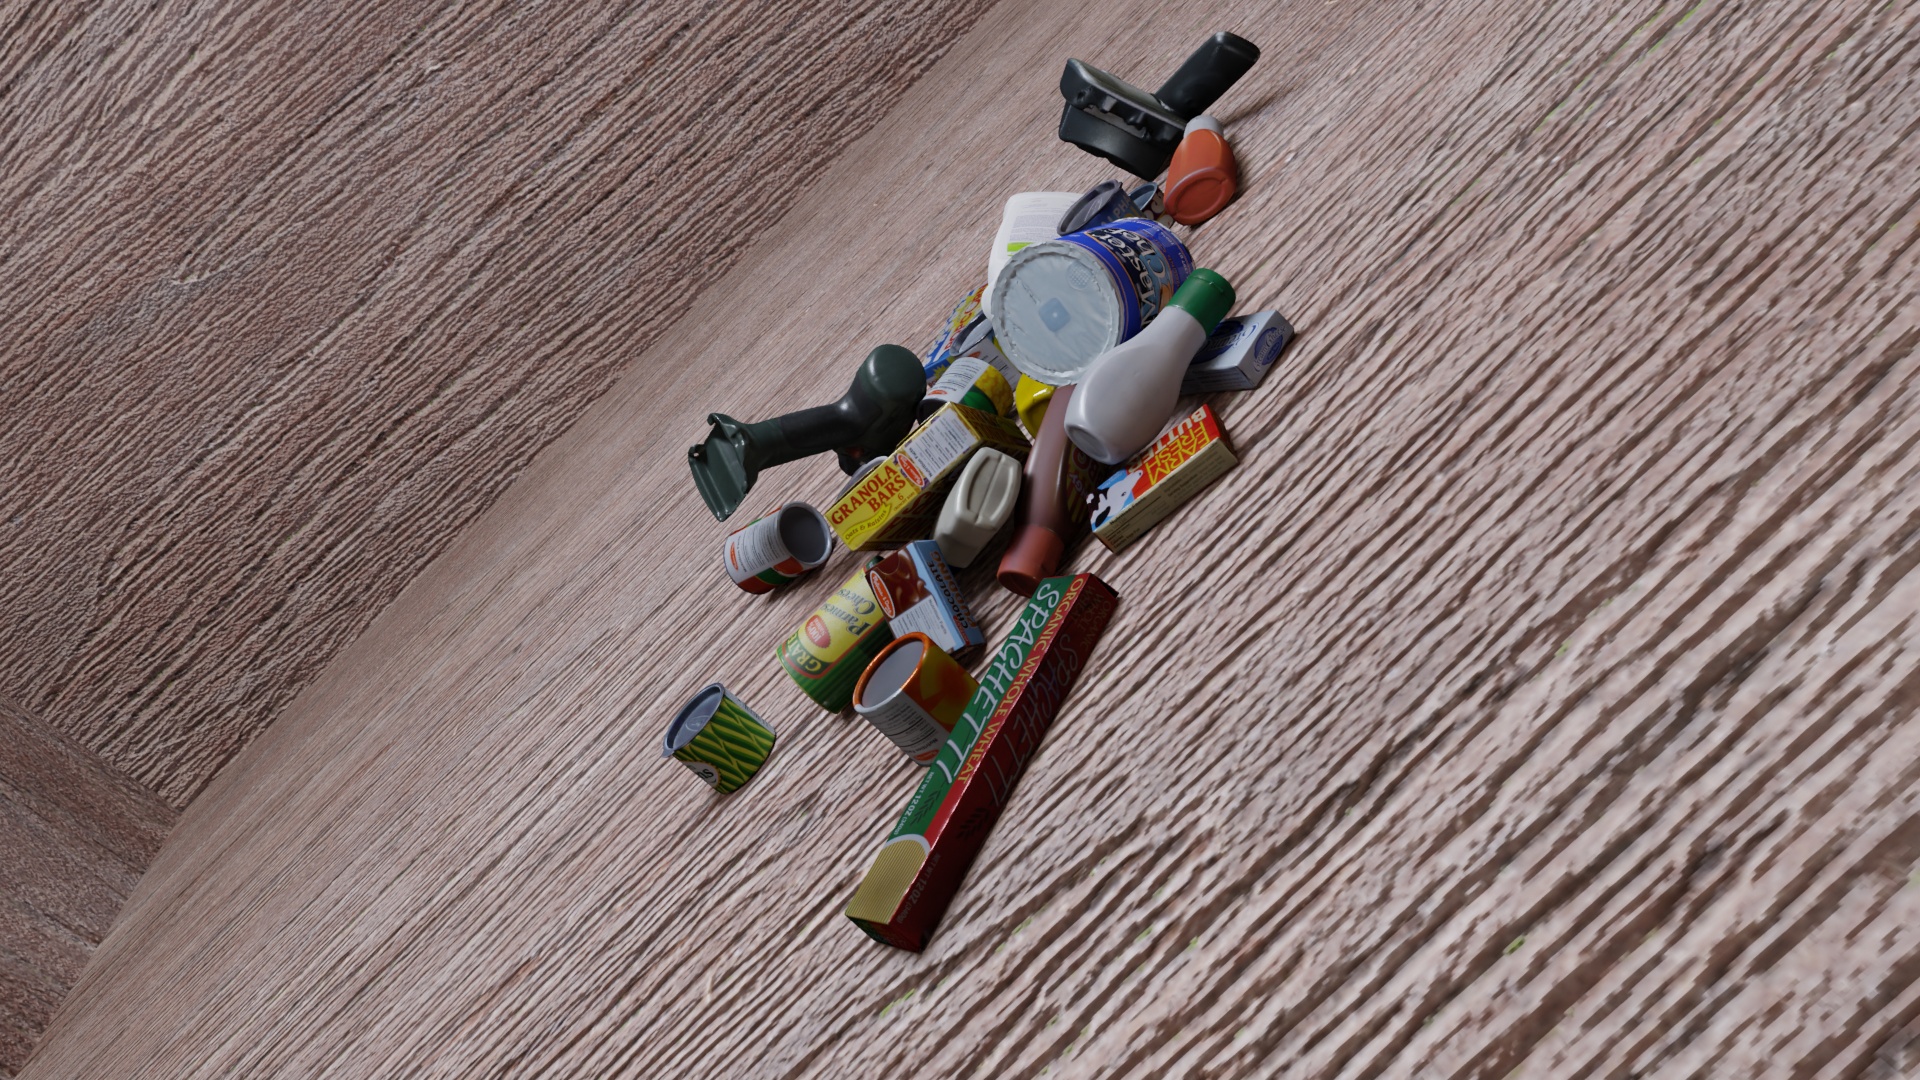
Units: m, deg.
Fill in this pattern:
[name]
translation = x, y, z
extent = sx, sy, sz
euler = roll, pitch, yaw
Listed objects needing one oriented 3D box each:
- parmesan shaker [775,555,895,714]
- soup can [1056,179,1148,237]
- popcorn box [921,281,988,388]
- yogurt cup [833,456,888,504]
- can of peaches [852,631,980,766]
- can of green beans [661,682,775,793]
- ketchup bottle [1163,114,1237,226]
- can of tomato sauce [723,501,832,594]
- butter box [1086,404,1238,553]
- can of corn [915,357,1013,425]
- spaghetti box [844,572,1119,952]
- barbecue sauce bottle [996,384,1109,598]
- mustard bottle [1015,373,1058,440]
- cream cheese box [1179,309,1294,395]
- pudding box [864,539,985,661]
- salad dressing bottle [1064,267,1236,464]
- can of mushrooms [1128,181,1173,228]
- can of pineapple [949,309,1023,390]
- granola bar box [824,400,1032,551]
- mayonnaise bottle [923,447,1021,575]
[parmesan shaker]
translation = -0.077, 0.067, 1.020
extent = 0.103, 0.071, 0.071
euler = -44, 22, 4
[soup can]
translation = 0.136, -0.257, 1.188
extent = 0.071, 0.083, 0.072
euler = -38, 23, 20
[popcorn box]
translation = 0.017, -0.207, 1.373
extent = 0.085, 0.038, 0.127
euler = -22, 32, 43
[yogurt cup]
translation = -0.068, -0.030, 1.193
extent = 0.072, 0.054, 0.073
euler = -38, 23, 19
[can of peaches]
translation = -0.026, 0.099, 0.888
extent = 0.071, 0.058, 0.071
euler = -38, 24, 20
[can of green beans]
translation = -0.187, 0.154, 1.078
extent = 0.071, 0.057, 0.071
euler = -37, 23, 19
[ketchup bottle]
translation = 0.215, -0.337, 1.241
extent = 0.064, 0.043, 0.149
euler = -31, 26, 30
[can of tomato sauce]
translation = -0.169, 0.007, 1.296
extent = 0.083, 0.071, 0.071
euler = -25, 29, 40
[butter box]
translation = 0.130, -0.040, 0.900
extent = 0.103, 0.024, 0.053
euler = -38, 23, 18
[can of corn]
translation = 0.005, -0.113, 1.195
extent = 0.071, 0.071, 0.058
euler = -14, 33, 53
[spaghetti box]
translation = 0.017, 0.121, 0.813
extent = 0.050, 0.028, 0.251
euler = -11, 41, 54
[barbecue sauce bottle]
translation = 0.066, -0.032, 0.954
extent = 0.043, 0.064, 0.149
euler = 2, 57, 37
[mustard bottle]
translation = 0.083, -0.129, 1.092
extent = 0.048, 0.065, 0.161
euler = -29, 21, 27
[cream cheese box]
translation = 0.180, -0.129, 0.966
extent = 0.053, 0.024, 0.103
euler = -54, 23, -16
[pudding box]
translation = -0.024, 0.046, 0.947
extent = 0.049, 0.084, 0.030
euler = -35, -16, 28
[salad dressing bottle]
translation = 0.130, -0.119, 0.935
extent = 0.148, 0.064, 0.044
euler = -51, 3, -14
[can of mushrooms]
translation = 0.162, -0.292, 1.271
extent = 0.071, 0.033, 0.071
euler = -37, 24, 19
[can of pineapple]
translation = 0.034, -0.173, 1.257
extent = 0.071, 0.057, 0.071
euler = -37, 23, 19
[granola bar box]
translation = -0.018, -0.045, 1.040
extent = 0.124, 0.039, 0.166
euler = -41, -11, 13
[mayonnaise bottle]
translation = 0.004, -0.012, 0.986
extent = 0.147, 0.041, 0.065
euler = 124, 168, -68
